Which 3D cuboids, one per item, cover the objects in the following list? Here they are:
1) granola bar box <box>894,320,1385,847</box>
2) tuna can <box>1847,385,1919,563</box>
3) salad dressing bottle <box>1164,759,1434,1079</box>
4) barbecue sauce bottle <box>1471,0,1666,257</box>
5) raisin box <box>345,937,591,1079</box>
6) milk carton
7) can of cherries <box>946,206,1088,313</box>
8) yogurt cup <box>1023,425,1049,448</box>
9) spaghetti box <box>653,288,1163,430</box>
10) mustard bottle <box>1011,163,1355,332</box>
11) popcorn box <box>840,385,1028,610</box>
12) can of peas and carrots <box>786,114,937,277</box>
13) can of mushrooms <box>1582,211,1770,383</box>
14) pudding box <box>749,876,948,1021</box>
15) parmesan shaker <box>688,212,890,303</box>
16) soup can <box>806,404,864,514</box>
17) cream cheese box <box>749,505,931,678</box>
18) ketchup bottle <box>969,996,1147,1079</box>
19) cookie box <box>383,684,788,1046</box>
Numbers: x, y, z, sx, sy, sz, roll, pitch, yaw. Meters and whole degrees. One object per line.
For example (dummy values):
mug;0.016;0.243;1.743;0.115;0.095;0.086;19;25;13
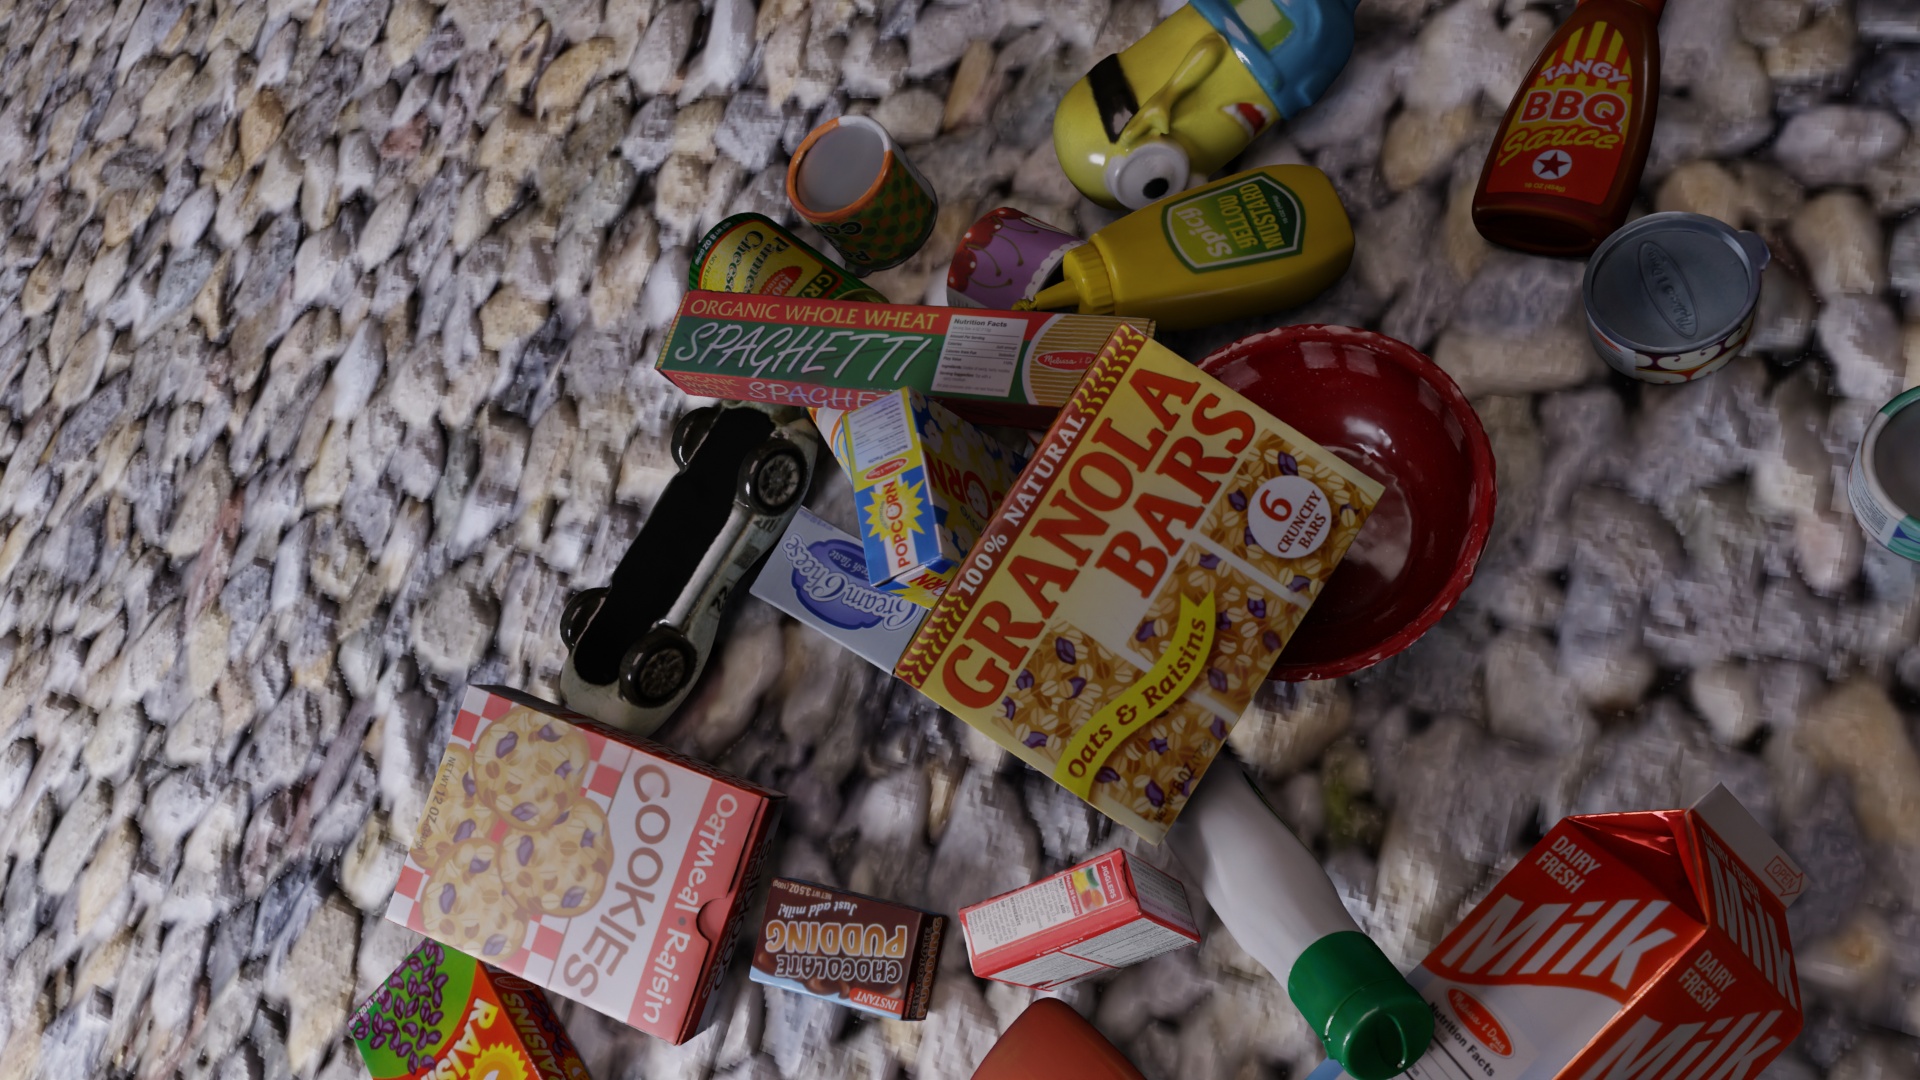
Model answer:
granola bar box;0.070;0.016;0.554;0.124;0.039;0.165;33;87;3
tuna can;0.377;-0.026;0.523;0.071;0.033;0.071;-9;68;23
salad dressing bottle;0.124;0.141;0.532;0.044;0.064;0.148;-26;28;-6
barbecue sauce bottle;0.284;-0.202;0.627;0.065;0.043;0.149;17;79;32
raisin box;-0.248;0.264;0.703;0.086;0.040;0.124;-46;58;2
milk carton;0.215;0.170;0.487;0.190;0.072;0.073;-47;24;3
can of cherries;0.037;-0.130;0.702;0.058;0.071;0.071;32;87;32
yogurt cup;0.063;-0.057;0.669;0.072;0.054;0.072;-9;67;22
spaghetti box;-0.029;-0.087;0.663;0.250;0.028;0.050;8;69;22
mustard bottle;0.101;-0.129;0.652;0.160;0.048;0.065;-17;67;-7
popcorn box;0.002;-0.008;0.636;0.038;0.126;0.085;-24;63;25
can of peas and carrots;-0.056;-0.191;0.773;0.071;0.058;0.071;-9;67;23
can of mushrooms;0.302;-0.103;0.587;0.071;0.033;0.071;-9;67;22
pudding box;-0.052;0.189;0.644;0.084;0.030;0.050;6;75;27
parmesan shaker;-0.096;-0.128;0.763;0.103;0.071;0.071;38;90;31
soup can;-0.037;-0.056;0.707;0.071;0.071;0.084;-38;60;8
cream cheese box;-0.055;0.026;0.710;0.104;0.024;0.053;27;84;30
ketchup bottle;0.070;0.255;0.554;0.149;0.043;0.064;37;90;31
cookie box;-0.184;0.155;0.682;0.167;0.040;0.123;18;86;14
